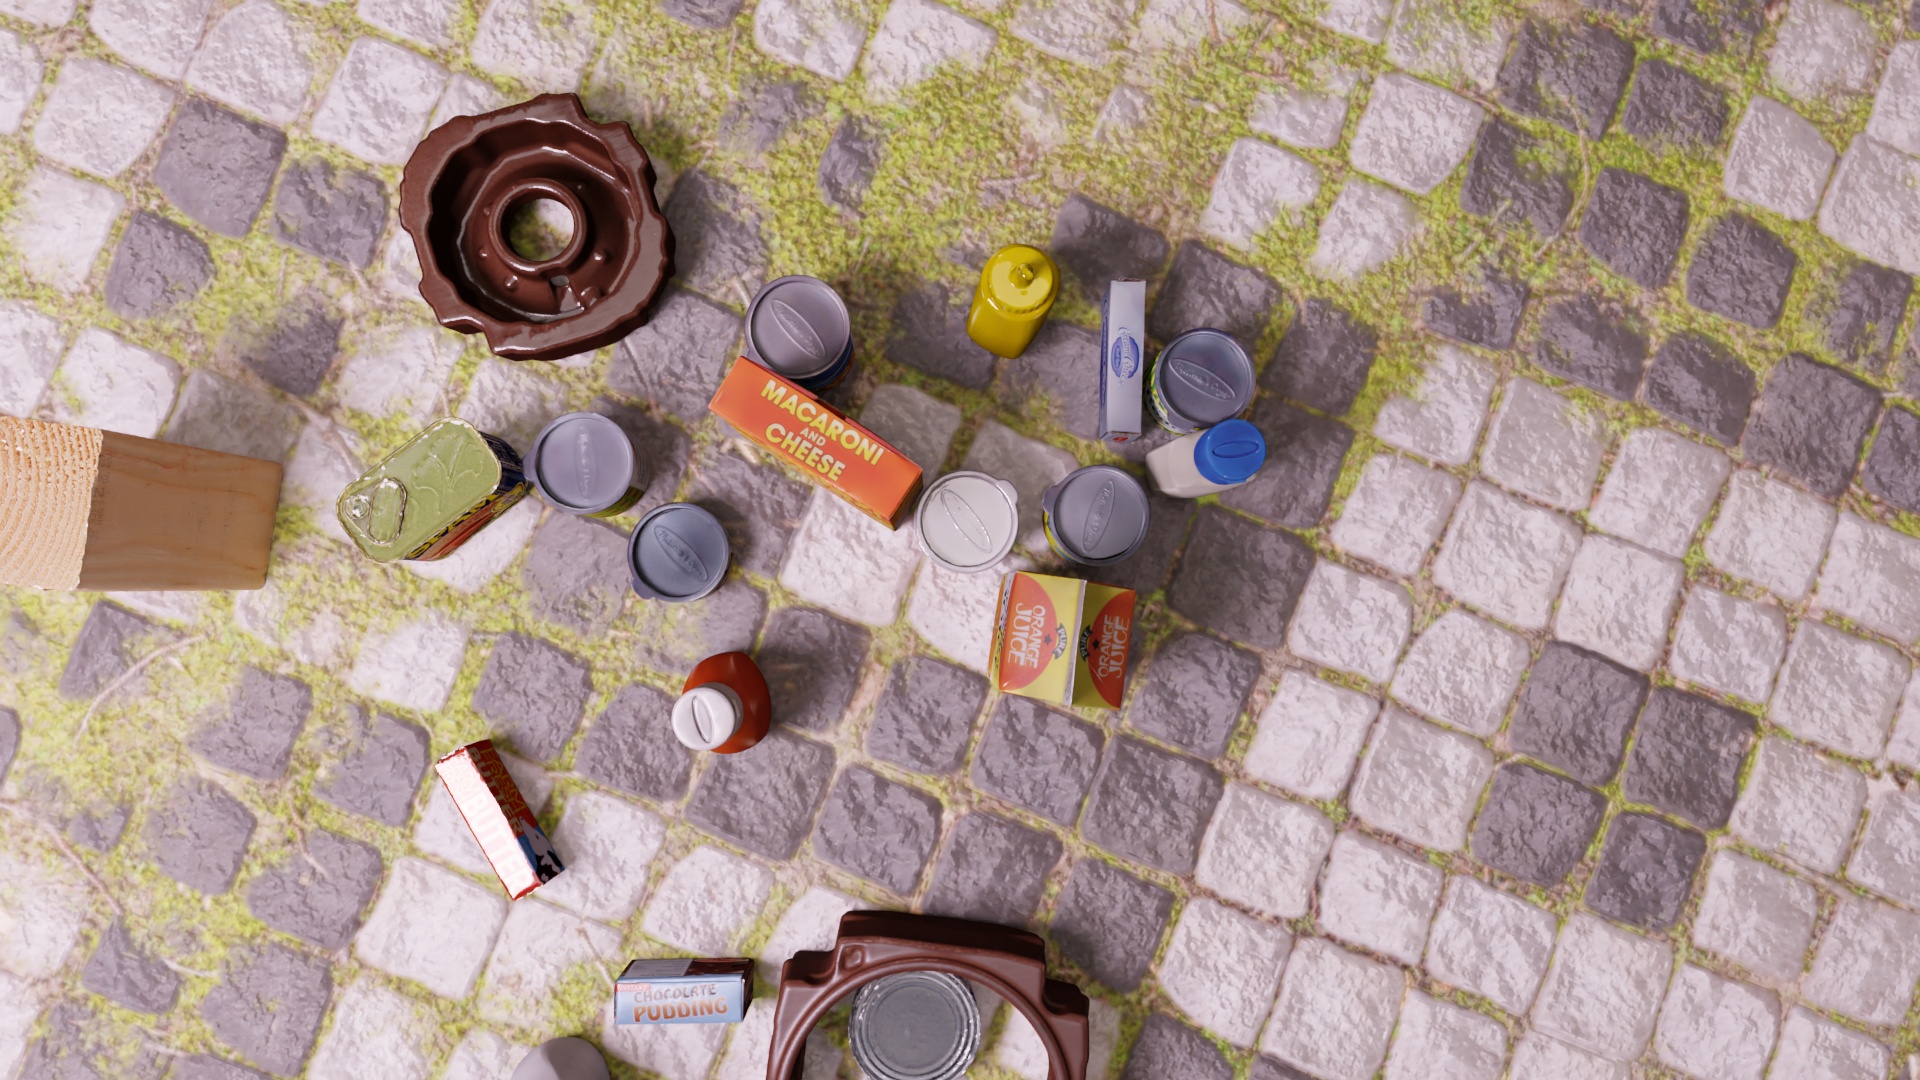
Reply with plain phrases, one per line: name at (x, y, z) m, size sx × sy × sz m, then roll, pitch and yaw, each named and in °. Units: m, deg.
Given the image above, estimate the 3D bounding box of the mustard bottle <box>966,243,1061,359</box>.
mustard bottle at (0.035, -0.156, 0.874) m, size 0.049 × 0.160 × 0.065 m, roll 28°, pitch 87°, yaw -1°

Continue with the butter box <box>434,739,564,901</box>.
butter box at (-0.298, 0.180, 0.900) m, size 0.024 × 0.053 × 0.103 m, roll -31°, pitch 89°, yaw -3°

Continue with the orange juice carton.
orange juice carton at (0.061, 0.059, 0.849) m, size 0.073 × 0.192 × 0.072 m, roll 9°, pitch 88°, yaw -2°

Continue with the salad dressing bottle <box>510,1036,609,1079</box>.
salad dressing bottle at (-0.253, 0.350, 0.846) m, size 0.044 × 0.147 × 0.064 m, roll -40°, pitch 90°, yaw -3°

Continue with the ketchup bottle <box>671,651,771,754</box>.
ketchup bottle at (-0.148, 0.103, 0.861) m, size 0.043 × 0.149 × 0.064 m, roll -17°, pitch 89°, yaw -2°

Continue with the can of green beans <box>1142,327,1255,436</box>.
can of green beans at (0.157, -0.104, 0.928) m, size 0.071 × 0.058 × 0.071 m, roll 0°, pitch 88°, yaw -2°

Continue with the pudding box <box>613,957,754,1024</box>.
pudding box at (-0.178, 0.292, 0.901) m, size 0.084 × 0.049 × 0.030 m, roll -1°, pitch 88°, yaw -2°

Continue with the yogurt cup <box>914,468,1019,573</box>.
yogurt cup at (0.003, -0.012, 0.920) m, size 0.072 × 0.054 × 0.072 m, roll 0°, pitch 88°, yaw -2°

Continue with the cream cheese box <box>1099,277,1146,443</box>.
cream cheese box at (0.107, -0.119, 0.929) m, size 0.024 × 0.053 × 0.104 m, roll 2°, pitch 87°, yaw -2°

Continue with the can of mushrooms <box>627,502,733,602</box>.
can of mushrooms at (-0.187, 0.010, 0.922) m, size 0.071 × 0.033 × 0.071 m, roll 0°, pitch 87°, yaw -2°

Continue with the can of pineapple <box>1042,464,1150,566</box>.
can of pineapple at (0.087, -0.017, 0.921) m, size 0.071 × 0.058 × 0.071 m, roll 0°, pitch 88°, yaw -2°

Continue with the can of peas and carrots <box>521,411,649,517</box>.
can of peas and carrots at (-0.244, -0.048, 0.910) m, size 0.071 × 0.058 × 0.071 m, roll 0°, pitch 88°, yaw -2°

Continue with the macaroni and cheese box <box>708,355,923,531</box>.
macaroni and cheese box at (-0.084, -0.057, 0.862) m, size 0.124 × 0.166 × 0.040 m, roll 32°, pitch 87°, yaw 0°

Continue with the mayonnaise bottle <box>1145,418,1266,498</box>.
mayonnaise bottle at (0.158, -0.051, 0.880) m, size 0.065 × 0.148 × 0.041 m, roll -7°, pitch 88°, yaw -2°

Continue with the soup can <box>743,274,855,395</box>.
soup can at (-0.105, -0.130, 0.906) m, size 0.071 × 0.084 × 0.071 m, roll 0°, pitch 88°, yaw -2°
